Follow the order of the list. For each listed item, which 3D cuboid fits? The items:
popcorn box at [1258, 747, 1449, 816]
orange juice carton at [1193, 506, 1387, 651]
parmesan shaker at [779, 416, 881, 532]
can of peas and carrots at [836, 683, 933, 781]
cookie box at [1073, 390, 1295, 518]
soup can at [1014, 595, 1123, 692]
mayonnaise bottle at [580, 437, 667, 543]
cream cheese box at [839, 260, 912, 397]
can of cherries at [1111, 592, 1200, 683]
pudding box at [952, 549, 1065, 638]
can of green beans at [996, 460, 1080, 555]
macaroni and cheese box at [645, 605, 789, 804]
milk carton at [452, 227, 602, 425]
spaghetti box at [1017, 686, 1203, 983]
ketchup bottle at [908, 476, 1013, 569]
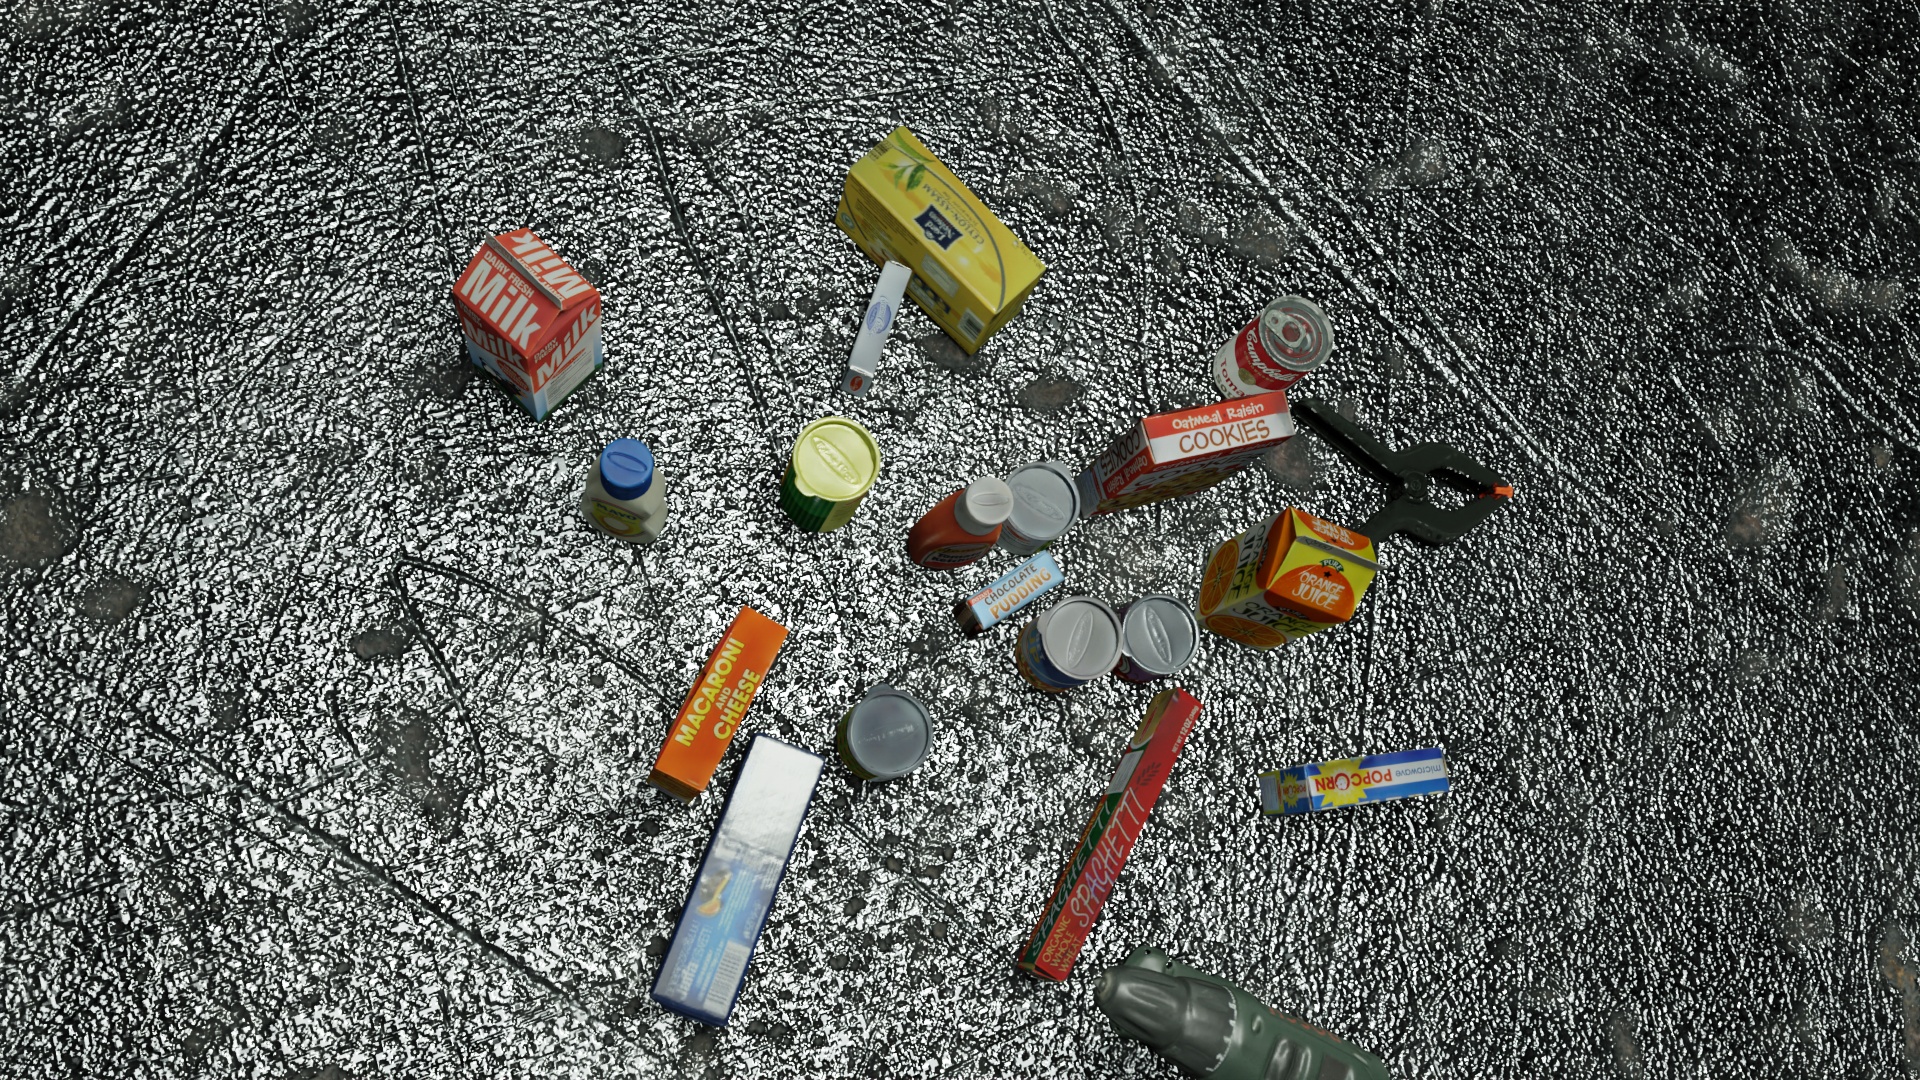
[{"bbox_3d":[0.320,0.198,1.135,0.127,0.085,0.038,-5,78,-15],"label":"popcorn box"},{"bbox_3d":[0.260,0.030,1.106,0.072,0.192,0.073,21,72,-8],"label":"orange juice carton"},{"bbox_3d":[-0.106,-0.048,1.081,0.071,0.102,0.071,3,76,-13],"label":"parmesan shaker"},{"bbox_3d":[-0.060,0.148,1.066,0.071,0.058,0.071,3,75,-13],"label":"can of peas and carrots"},{"bbox_3d":[0.176,-0.068,1.124,0.123,0.167,0.040,-13,80,-17],"label":"cookie box"},{"bbox_3d":[0.082,0.083,1.106,0.071,0.083,0.071,3,76,-13],"label":"soup can"},{"bbox_3d":[-0.246,-0.037,1.019,0.065,0.147,0.041,21,72,-8],"label":"mayonnaise bottle"},{"bbox_3d":[-0.071,-0.174,1.149,0.024,0.053,0.104,21,72,-8],"label":"cream cheese box"},{"bbox_3d":[0.152,0.081,1.137,0.071,0.058,0.071,3,75,-13],"label":"can of cherries"},{"bbox_3d":[0.039,0.043,1.123,0.084,0.049,0.030,-31,85,-19],"label":"pudding box"},{"bbox_3d":[0.058,-0.025,1.141,0.071,0.057,0.071,3,75,-13],"label":"can of green beans"},{"bbox_3d":[-0.176,0.121,0.987,0.040,0.166,0.124,29,71,-6],"label":"macaroni and cheese box"},{"bbox_3d":[-0.312,-0.160,1.012,0.072,0.190,0.074,42,71,-1],"label":"milk carton"},{"bbox_3d":[0.119,0.230,1.095,0.028,0.050,0.251,32,71,-5],"label":"spaghetti box"},{"bbox_3d":[0.004,-0.013,1.076,0.065,0.148,0.043,-3,77,-15],"label":"ketchup bottle"}]
